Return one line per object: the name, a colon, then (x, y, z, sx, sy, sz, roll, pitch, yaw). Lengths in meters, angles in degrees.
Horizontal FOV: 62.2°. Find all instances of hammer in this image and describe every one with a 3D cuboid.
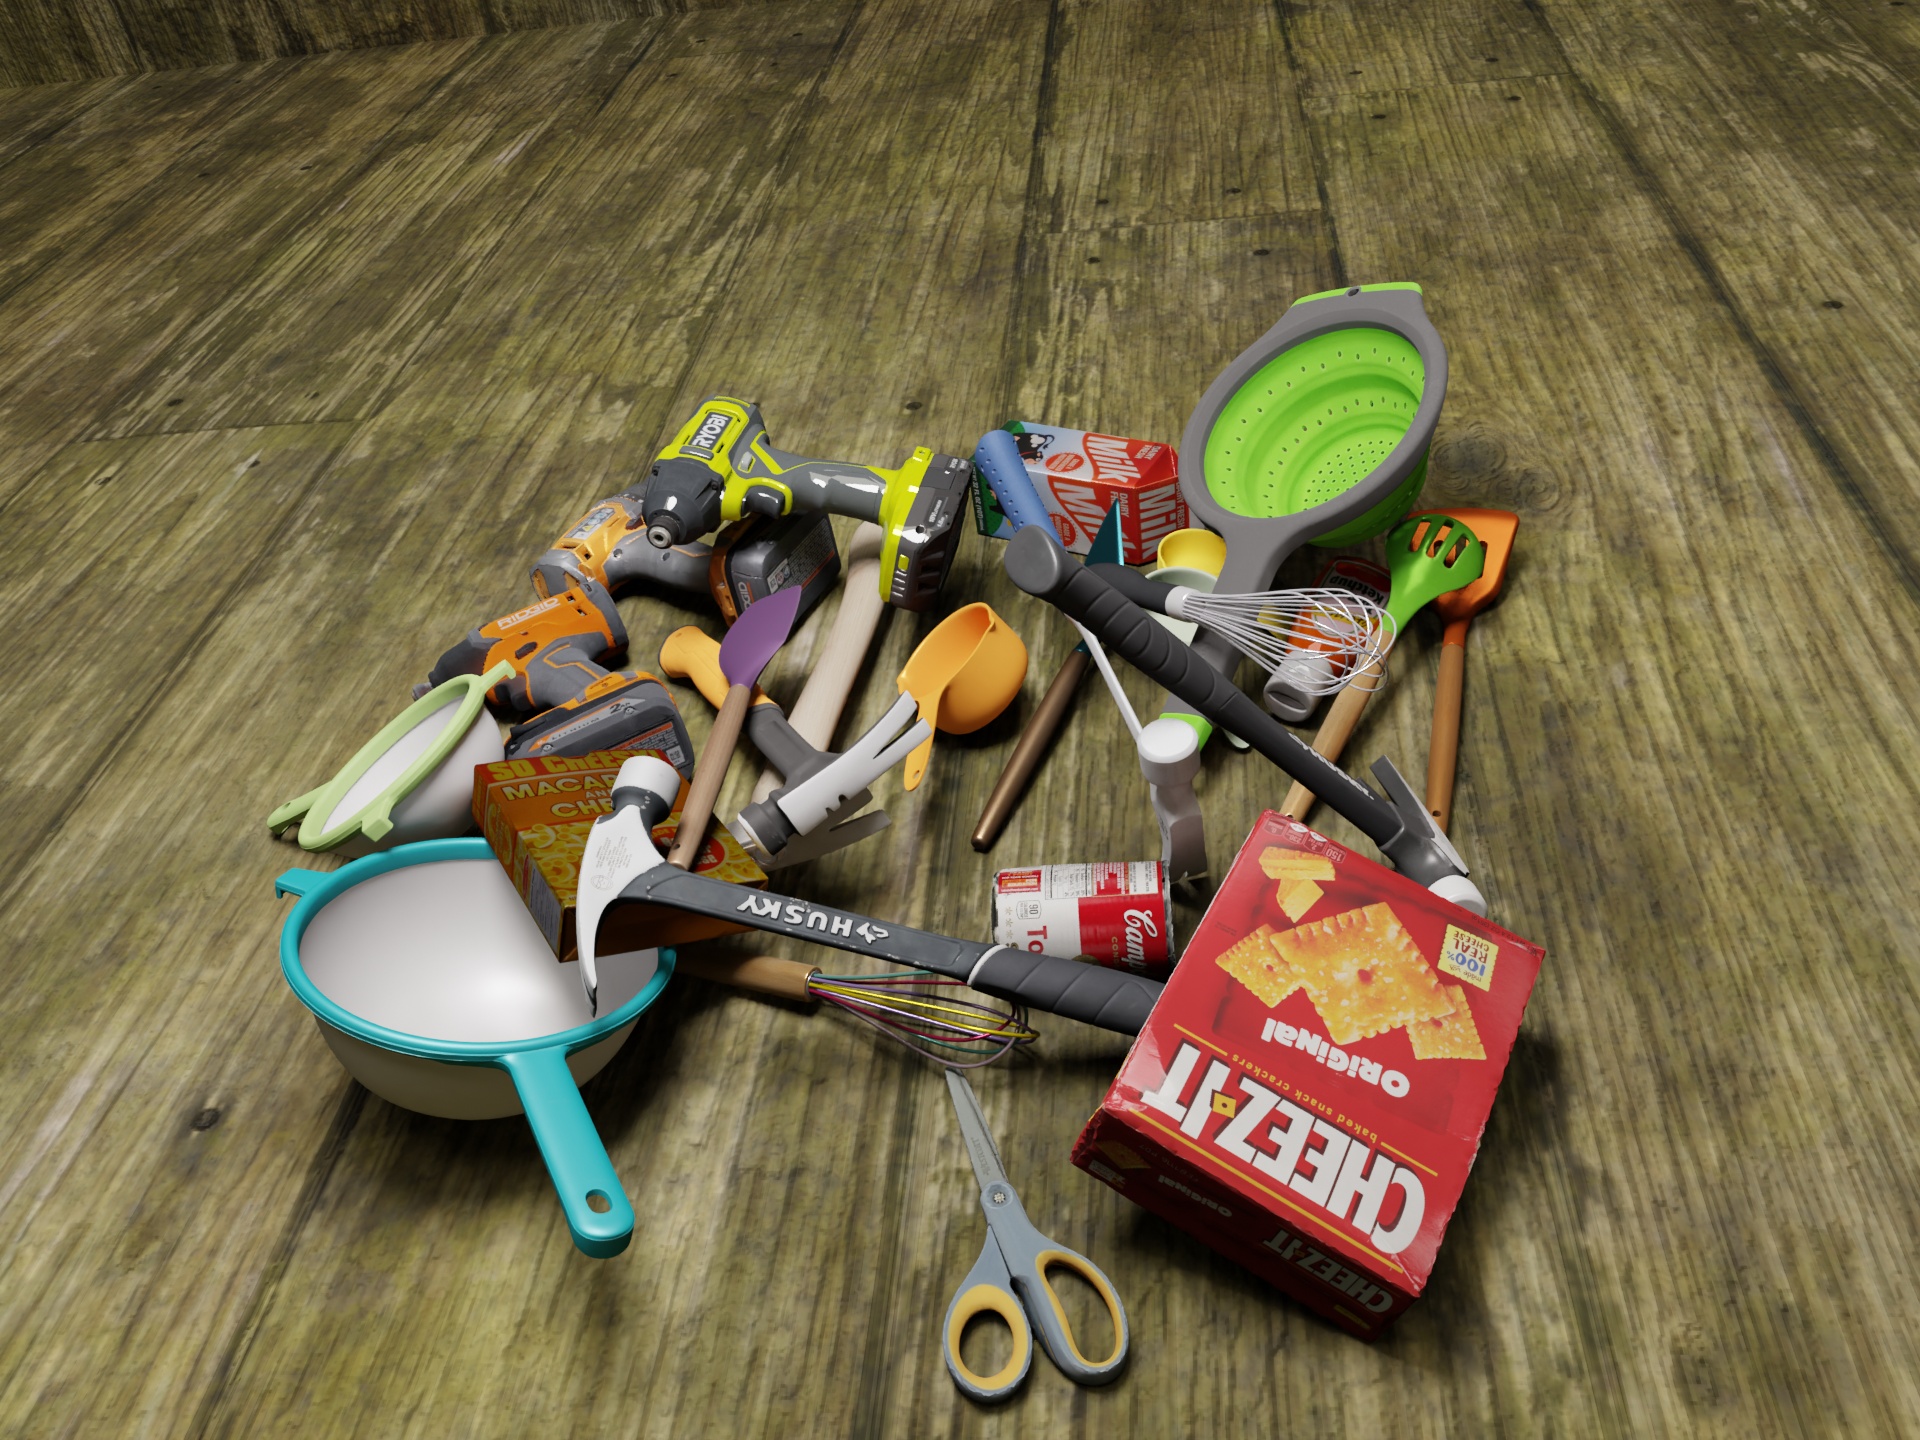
hammer: (-0.006, 0.130, 0.847, 0.409, 0.036, 0.149, 14, 49, 0)
hammer: (0.158, -0.004, 0.897, 0.035, 0.334, 0.146, -48, 21, 19)
hammer: (-0.080, -0.041, 1.141, 0.146, 0.038, 0.411, -18, 31, 24)
hammer: (-0.137, -0.014, 1.078, 0.127, 0.034, 0.337, -37, 29, -10)
hammer: (0.079, -0.063, 1.053, 0.035, 0.143, 0.406, -18, 44, -3)

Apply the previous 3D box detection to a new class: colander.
colander: (0.233, -0.122, 1.112, 0.205, 0.094, 0.397, 5, 64, 45)

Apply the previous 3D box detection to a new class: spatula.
spatula: (-0.148, -0.003, 1.017, 0.060, 0.018, 0.316, -20, 30, 17)
spatula: (0.333, -0.039, 1.081, 0.081, 0.041, 0.323, 3, 41, 19)
spatula: (0.064, -0.031, 1.120, 0.044, 0.082, 0.318, 28, 51, 3)

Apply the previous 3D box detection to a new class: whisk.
whisk: (-0.068, 0.155, 0.915, 0.245, 0.051, 0.047, 7, 24, 26)
whisk: (0.166, -0.067, 1.019, 0.070, 0.070, 0.285, -29, 27, -23)

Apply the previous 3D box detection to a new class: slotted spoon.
slotted spoon: (0.277, -0.037, 1.064, 0.070, 0.031, 0.314, 26, 60, 16)

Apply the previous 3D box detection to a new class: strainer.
strainer: (-0.381, 0.058, 1.054, 0.256, 0.069, 0.152, -19, 32, 42)
strainer: (-0.242, 0.187, 0.853, 0.211, 0.095, 0.341, -4, 30, -30)

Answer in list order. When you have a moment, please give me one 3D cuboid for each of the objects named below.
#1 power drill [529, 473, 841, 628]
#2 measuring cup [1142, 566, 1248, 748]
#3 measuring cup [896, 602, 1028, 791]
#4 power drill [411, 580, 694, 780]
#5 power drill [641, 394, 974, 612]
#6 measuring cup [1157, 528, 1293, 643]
power drill: (-0.212, -0.148, 1.299, 0.226, 0.084, 0.185, 7, 39, 26)
measuring cup: (0.170, -0.037, 1.122, 0.083, 0.038, 0.168, -9, 53, -10)
measuring cup: (-0.002, -0.003, 1.078, 0.095, 0.052, 0.174, -30, 32, 35)
power drill: (-0.298, -0.011, 1.145, 0.164, 0.084, 0.227, -26, 38, -16)
power drill: (-0.113, -0.158, 1.169, 0.223, 0.080, 0.171, 14, 40, 3)
measuring cup: (0.207, -0.088, 1.188, 0.062, 0.029, 0.157, -27, 54, -23)
